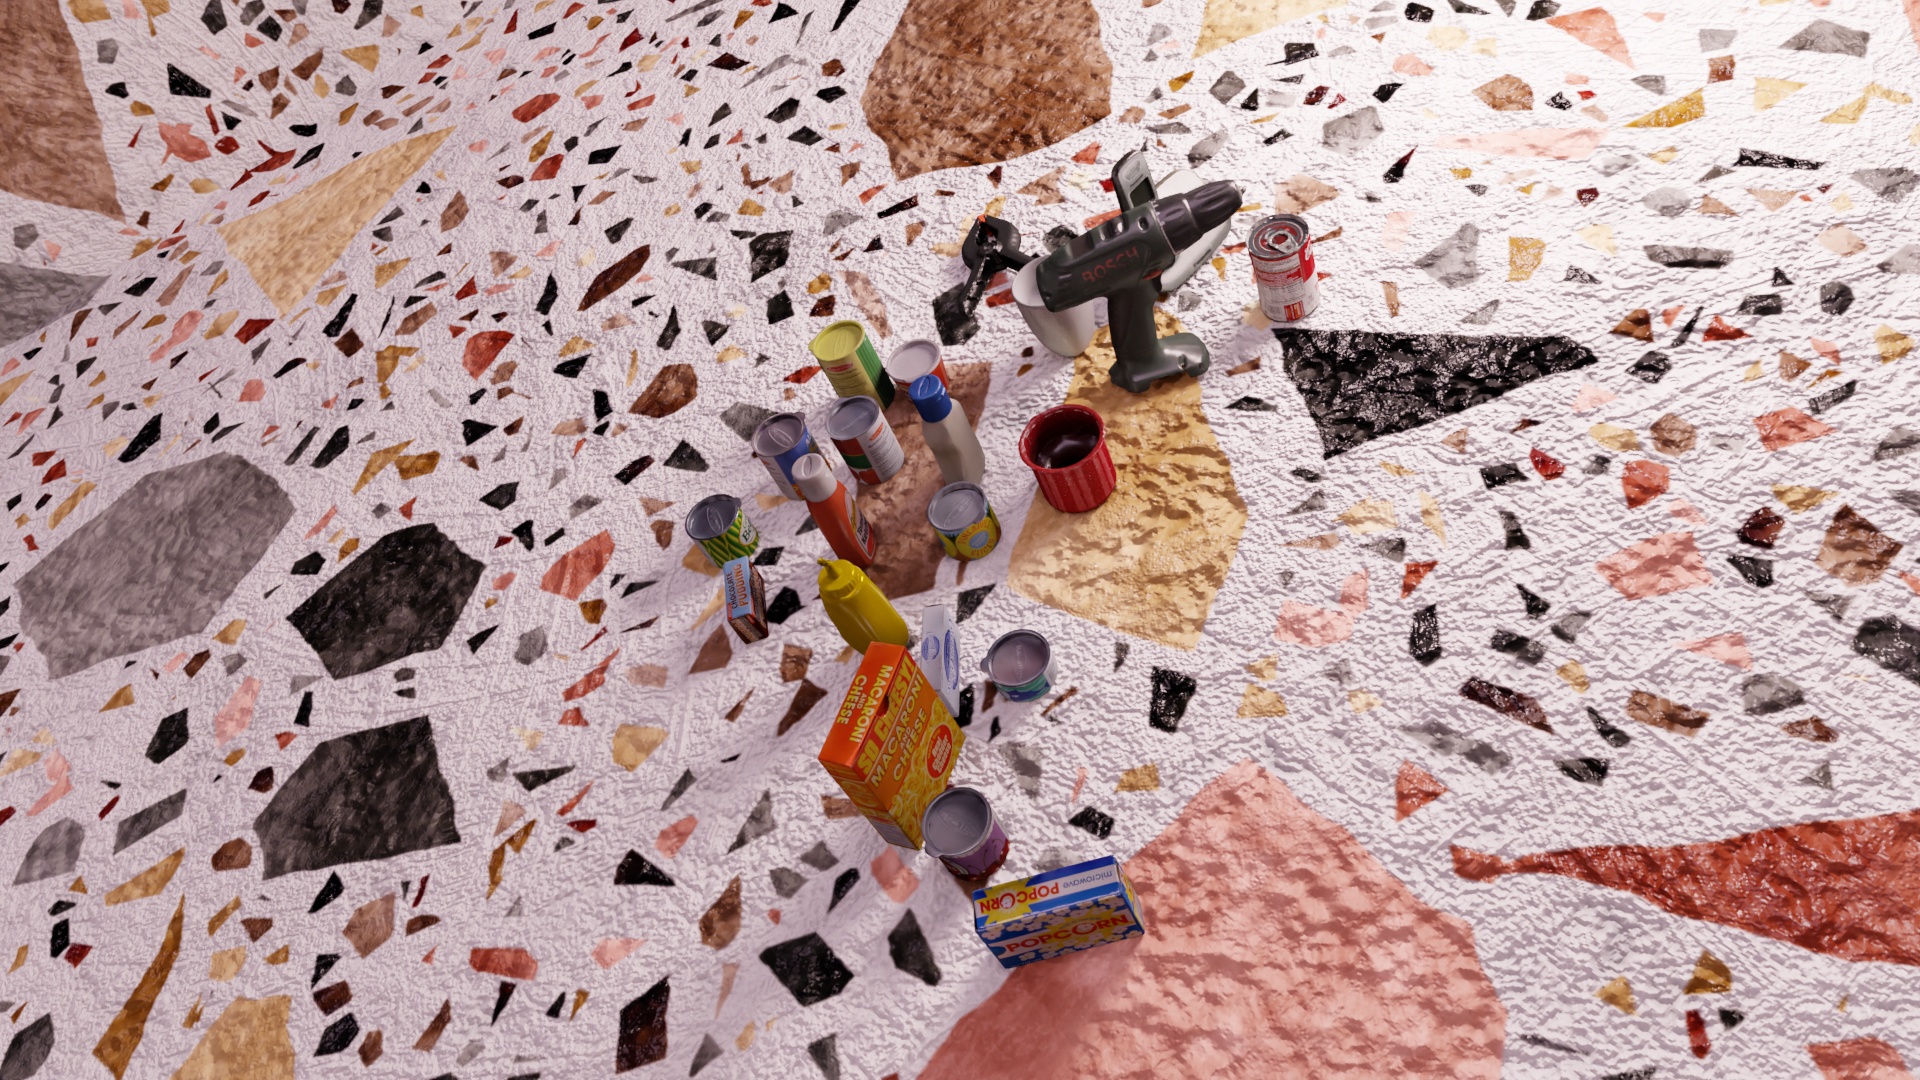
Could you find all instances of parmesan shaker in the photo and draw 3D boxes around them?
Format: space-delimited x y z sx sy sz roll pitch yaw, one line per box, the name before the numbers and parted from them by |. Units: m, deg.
parmesan shaker | -0.128 -0.202 1.643 0.071 0.102 0.072 -12 50 14

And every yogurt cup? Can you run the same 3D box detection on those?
yogurt cup | -0.047 -0.196 1.638 0.072 0.053 0.073 -12 50 14

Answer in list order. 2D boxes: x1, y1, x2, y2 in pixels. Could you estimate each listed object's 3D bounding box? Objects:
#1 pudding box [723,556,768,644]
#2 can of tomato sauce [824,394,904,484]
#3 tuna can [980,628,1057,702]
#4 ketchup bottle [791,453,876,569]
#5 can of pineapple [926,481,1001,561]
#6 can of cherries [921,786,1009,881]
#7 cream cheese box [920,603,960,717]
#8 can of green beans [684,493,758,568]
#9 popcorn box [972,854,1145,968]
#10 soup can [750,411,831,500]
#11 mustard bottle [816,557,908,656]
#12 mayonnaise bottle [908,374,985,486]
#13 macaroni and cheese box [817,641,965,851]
pudding box | -0.234 0.064 1.511 0.030 0.049 0.084 -19 48 8
can of tomato sauce | -0.110 -0.114 1.579 0.071 0.082 0.071 -12 50 14
tuna can | 0.058 0.123 1.352 0.071 0.032 0.071 -12 50 14
ketchup bottle | -0.135 -0.032 1.480 0.043 0.148 0.065 -14 50 13
can of pineapple | 0.005 -0.018 1.470 0.071 0.057 0.071 -12 50 14
can of cherries | 0.003 0.265 1.244 0.071 0.058 0.072 -12 50 14
cream cheese box | -0.020 0.119 1.373 0.024 0.053 0.104 -11 50 15
can of green beans | -0.271 -0.010 1.580 0.071 0.057 0.071 -12 50 14
popcorn box | 0.082 0.310 1.156 0.126 0.085 0.038 -17 49 10
soup can | -0.191 -0.098 1.599 0.071 0.083 0.072 -12 50 14
mustard bottle | -0.104 0.062 1.383 0.065 0.159 0.049 14 61 31
mayonnaise bottle | -0.014 -0.117 1.497 0.041 0.147 0.065 -1 54 23
macaroni and cheese box | -0.058 0.188 1.259 0.040 0.165 0.124 7 57 28
